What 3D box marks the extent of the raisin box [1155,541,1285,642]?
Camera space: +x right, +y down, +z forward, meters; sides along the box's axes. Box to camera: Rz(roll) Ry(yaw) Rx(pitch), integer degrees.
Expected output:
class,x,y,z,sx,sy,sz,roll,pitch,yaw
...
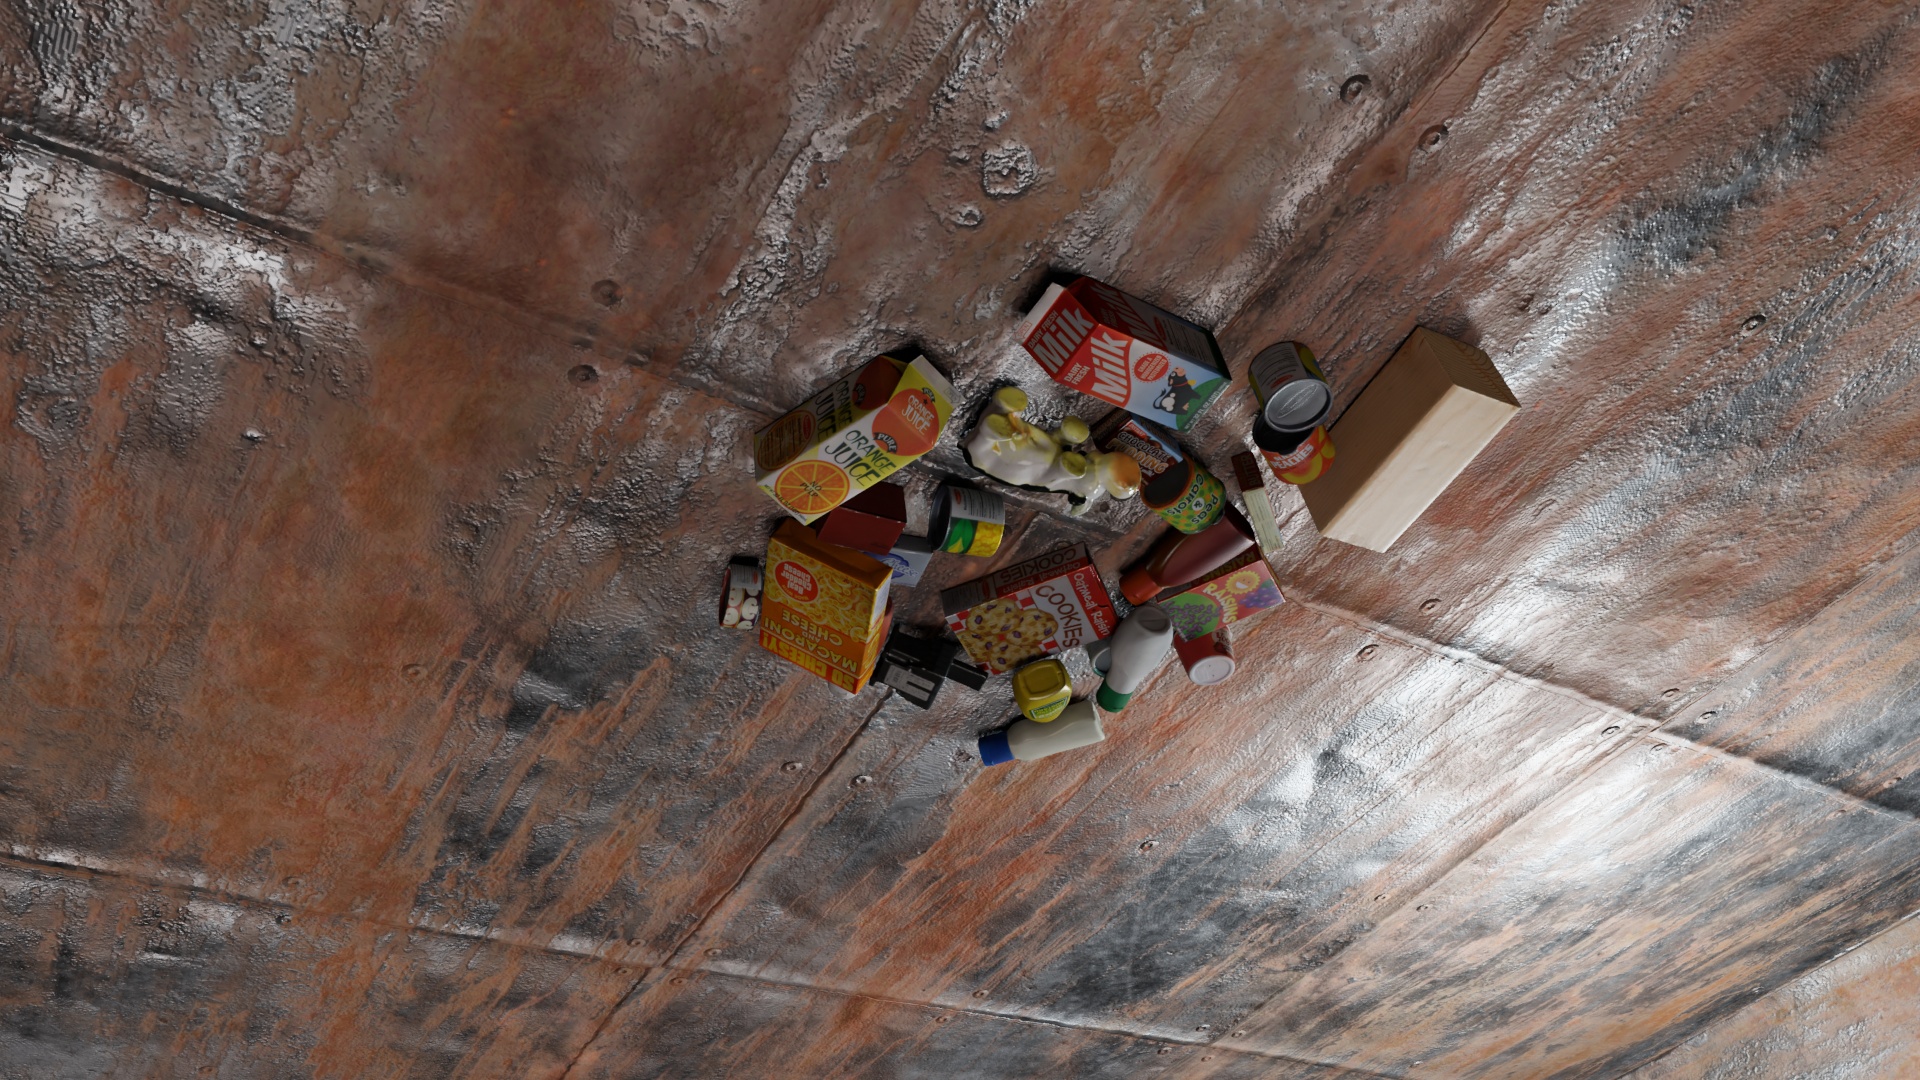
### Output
class,x,y,z,sx,sy,sz,roll,pitch,yaw
raisin box,0.284,0.055,1.527,0.123,0.040,0.086,-24,134,16

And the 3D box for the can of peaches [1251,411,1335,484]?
class,x,y,z,sx,sy,sz,roll,pitch,yaw
can of peaches,0.326,-0.094,1.359,0.071,0.071,0.058,-26,135,16

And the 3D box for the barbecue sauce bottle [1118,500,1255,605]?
class,x,y,z,sx,sy,sz,roll,pitch,yaw
barbecue sauce bottle,0.236,0.017,1.476,0.148,0.044,0.065,-36,122,25

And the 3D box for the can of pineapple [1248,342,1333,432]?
class,x,y,z,sx,sy,sz,roll,pitch,yaw
can of pineapple,0.312,-0.144,1.314,0.071,0.058,0.070,-5,136,-5

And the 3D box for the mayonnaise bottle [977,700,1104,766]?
class,x,y,z,sx,sy,sz,roll,pitch,yaw
mayonnaise bottle,0.096,0.236,1.678,0.148,0.041,0.064,-17,143,8

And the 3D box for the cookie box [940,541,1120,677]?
class,x,y,z,sx,sy,sz,roll,pitch,yaw
cookie box,0.079,0.079,1.512,0.167,0.040,0.122,-20,136,9

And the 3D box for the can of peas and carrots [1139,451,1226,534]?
class,x,y,z,sx,sy,sz,roll,pitch,yaw
can of peas and carrots,0.223,-0.047,1.388,0.070,0.071,0.058,-38,129,26

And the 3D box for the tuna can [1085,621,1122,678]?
class,x,y,z,sx,sy,sz,roll,pitch,yaw
tuna can,0.180,0.127,1.586,0.071,0.033,0.070,-5,136,-5

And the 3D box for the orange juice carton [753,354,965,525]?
class,x,y,z,sx,sy,sz,roll,pitch,yaw
orange juice carton,-0.093,-0.101,1.271,0.192,0.073,0.071,-30,133,19

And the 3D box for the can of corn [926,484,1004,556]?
class,x,y,z,sx,sy,sz,roll,pitch,yaw
can of corn,0.005,-0.017,1.380,0.058,0.071,0.070,8,133,-19

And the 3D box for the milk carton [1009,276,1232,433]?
class,x,y,z,sx,sy,sz,roll,pitch,yaw
milk carton,0.141,-0.171,1.242,0.190,0.074,0.072,19,129,-27

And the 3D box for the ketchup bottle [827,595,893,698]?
class,x,y,z,sx,sy,sz,roll,pitch,yaw
ketchup bottle,-0.116,0.114,1.508,0.065,0.044,0.148,12,133,-6

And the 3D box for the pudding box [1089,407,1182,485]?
class,x,y,z,sx,sy,sz,roll,pitch,yaw
pudding box,0.173,-0.094,1.359,0.049,0.030,0.083,-37,130,25

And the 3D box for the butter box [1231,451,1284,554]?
class,x,y,z,sx,sy,sz,roll,pitch,yaw
butter box,0.306,-0.038,1.426,0.024,0.053,0.103,-18,135,13

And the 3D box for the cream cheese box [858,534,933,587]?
class,x,y,z,sx,sy,sz,roll,pitch,yaw
cream cheese box,-0.085,0.017,1.428,0.104,0.024,0.053,9,133,-19

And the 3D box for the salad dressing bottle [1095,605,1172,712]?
class,x,y,z,sx,sy,sz,roll,pitch,yaw
salad dressing bottle,0.189,0.134,1.538,0.064,0.044,0.146,-3,138,-22

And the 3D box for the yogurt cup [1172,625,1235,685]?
class,x,y,z,sx,sy,sz,roll,pitch,yaw
yogurt cup,0.282,0.129,1.593,0.072,0.054,0.072,-5,136,-5

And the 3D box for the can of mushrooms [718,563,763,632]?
class,x,y,z,sx,sy,sz,roll,pitch,yaw
can of mushrooms,-0.224,0.059,1.414,0.033,0.071,0.070,9,133,-18

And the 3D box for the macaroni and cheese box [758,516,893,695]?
class,x,y,z,sx,sy,sz,roll,pitch,yaw
macaroni and cheese box,-0.140,0.069,1.419,0.124,0.040,0.165,26,136,12

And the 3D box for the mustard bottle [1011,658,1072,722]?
class,x,y,z,sx,sy,sz,roll,pitch,yaw
mustard bottle,0.095,0.178,1.593,0.065,0.049,0.159,-20,160,-2
